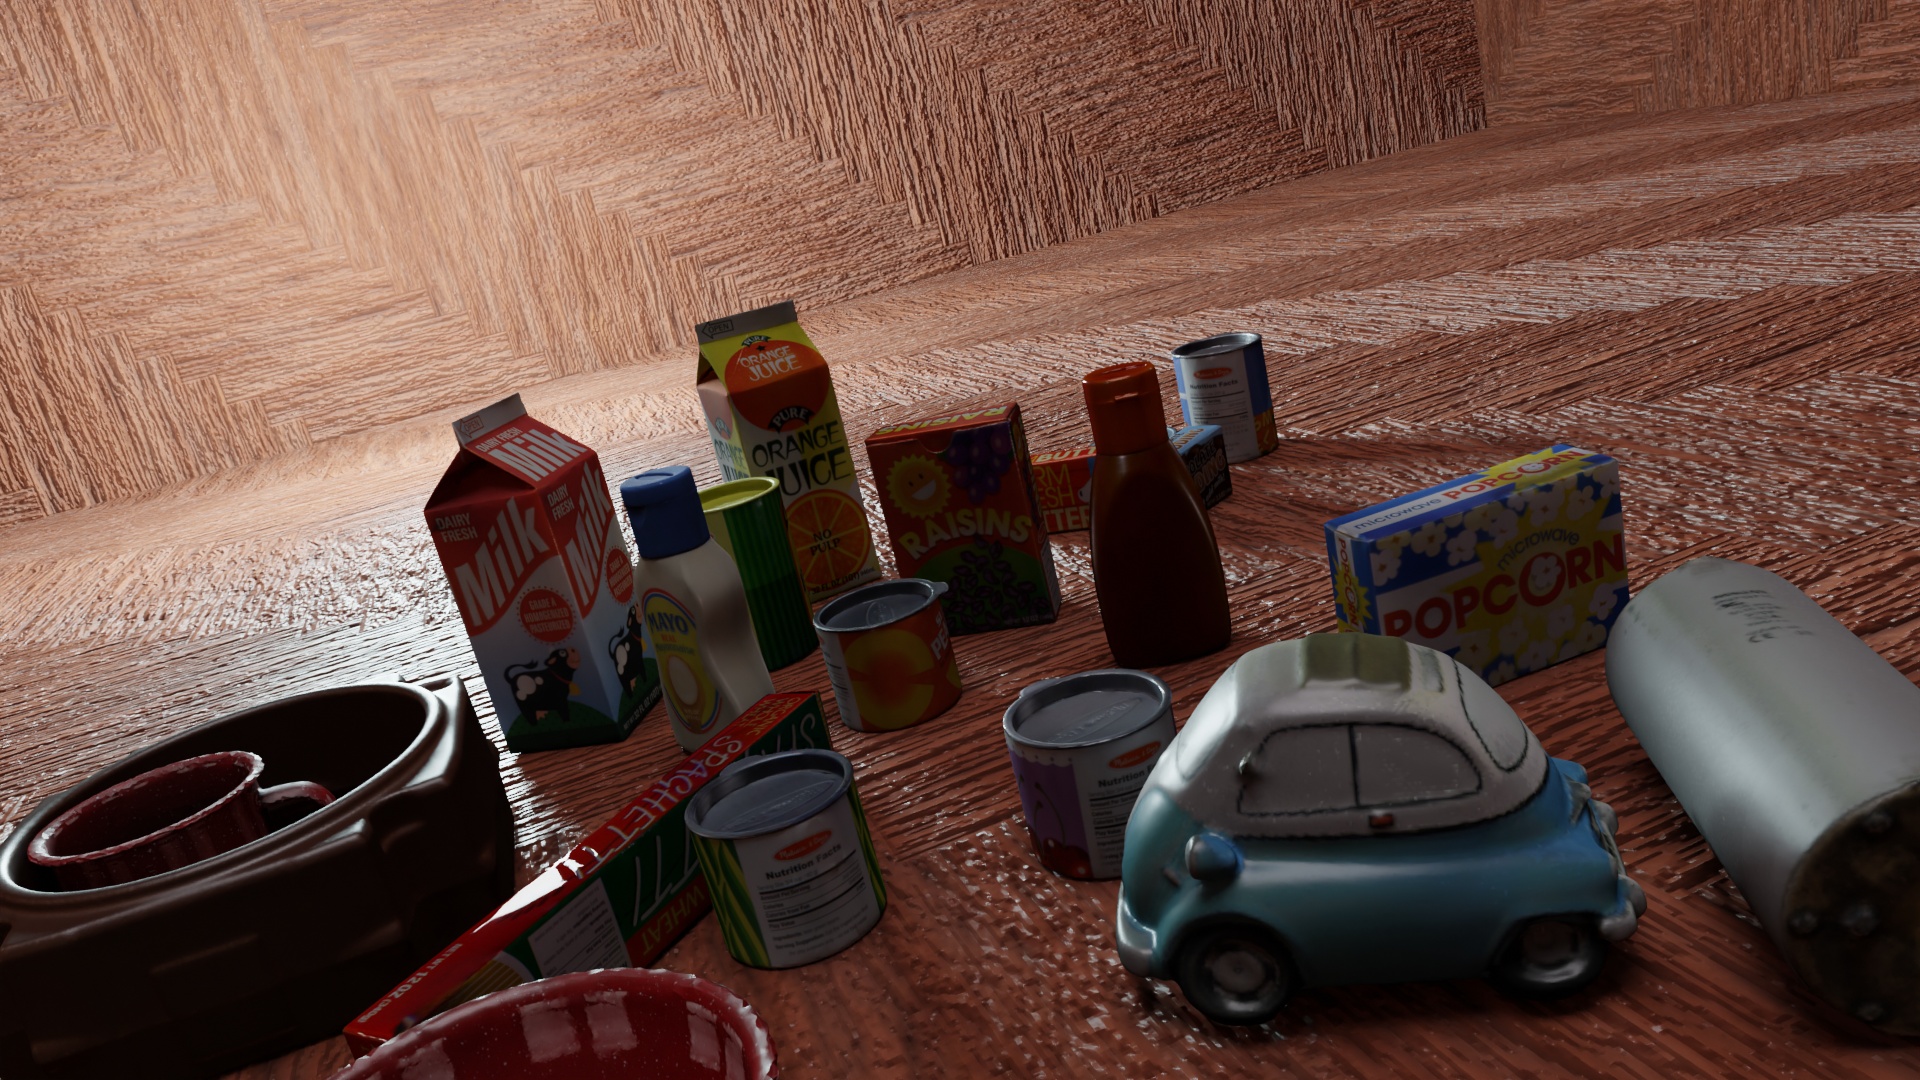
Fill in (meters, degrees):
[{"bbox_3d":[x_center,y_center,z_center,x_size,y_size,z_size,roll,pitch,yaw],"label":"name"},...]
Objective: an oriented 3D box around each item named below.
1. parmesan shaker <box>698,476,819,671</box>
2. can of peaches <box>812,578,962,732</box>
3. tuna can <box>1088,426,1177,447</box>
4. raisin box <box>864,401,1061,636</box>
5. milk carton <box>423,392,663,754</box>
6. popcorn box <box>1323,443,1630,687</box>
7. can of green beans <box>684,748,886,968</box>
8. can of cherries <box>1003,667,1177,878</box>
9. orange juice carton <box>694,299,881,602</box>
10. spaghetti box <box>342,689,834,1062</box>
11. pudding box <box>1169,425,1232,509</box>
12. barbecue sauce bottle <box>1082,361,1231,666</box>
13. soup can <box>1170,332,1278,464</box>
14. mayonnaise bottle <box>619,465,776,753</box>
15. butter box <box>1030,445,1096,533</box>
[{"bbox_3d":[-0.129,0.021,0.830,0.071,0.102,0.071,-12,16,4],"label":"parmesan shaker"},{"bbox_3d":[-0.034,0.058,0.715,0.071,0.058,0.071,-12,17,4],"label":"can of peaches"},{"bbox_3d":[0.129,-0.058,1.009,0.071,0.032,0.071,-12,17,4],"label":"tuna can"},{"bbox_3d":[0.003,-0.010,0.794,0.086,0.123,0.040,-9,17,15],"label":"raisin box"},{"bbox_3d":[-0.233,0.016,0.772,0.073,0.190,0.072,-9,17,15],"label":"milk carton"},{"bbox_3d":[0.226,0.017,0.604,0.127,0.085,0.038,-17,17,-13],"label":"popcorn box"},{"bbox_3d":[-0.066,0.121,0.535,0.071,0.057,0.071,-12,17,4],"label":"can of green beans"},{"bbox_3d":[0.054,0.090,0.546,0.071,0.058,0.072,-12,17,4],"label":"can of cherries"},{"bbox_3d":[-0.119,-0.059,0.925,0.072,0.192,0.073,-20,18,-23],"label":"orange juice carton"},{"bbox_3d":[-0.127,0.136,0.549,0.028,0.050,0.251,-3,19,30],"label":"spaghetti box"},{"bbox_3d":[0.143,-0.041,0.913,0.030,0.049,0.084,2,22,41],"label":"pudding box"},{"bbox_3d":[0.093,-0.013,0.693,0.065,0.148,0.044,-12,16,3],"label":"barbecue sauce bottle"},{"bbox_3d":[0.196,-0.106,1.024,0.071,0.083,0.071,-12,17,4],"label":"soup can"},{"bbox_3d":[-0.135,0.037,0.704,0.064,0.147,0.041,1,22,40],"label":"mayonnaise bottle"},{"bbox_3d":[0.077,-0.034,0.938,0.103,0.053,0.024,-7,18,20],"label":"butter box"}]
